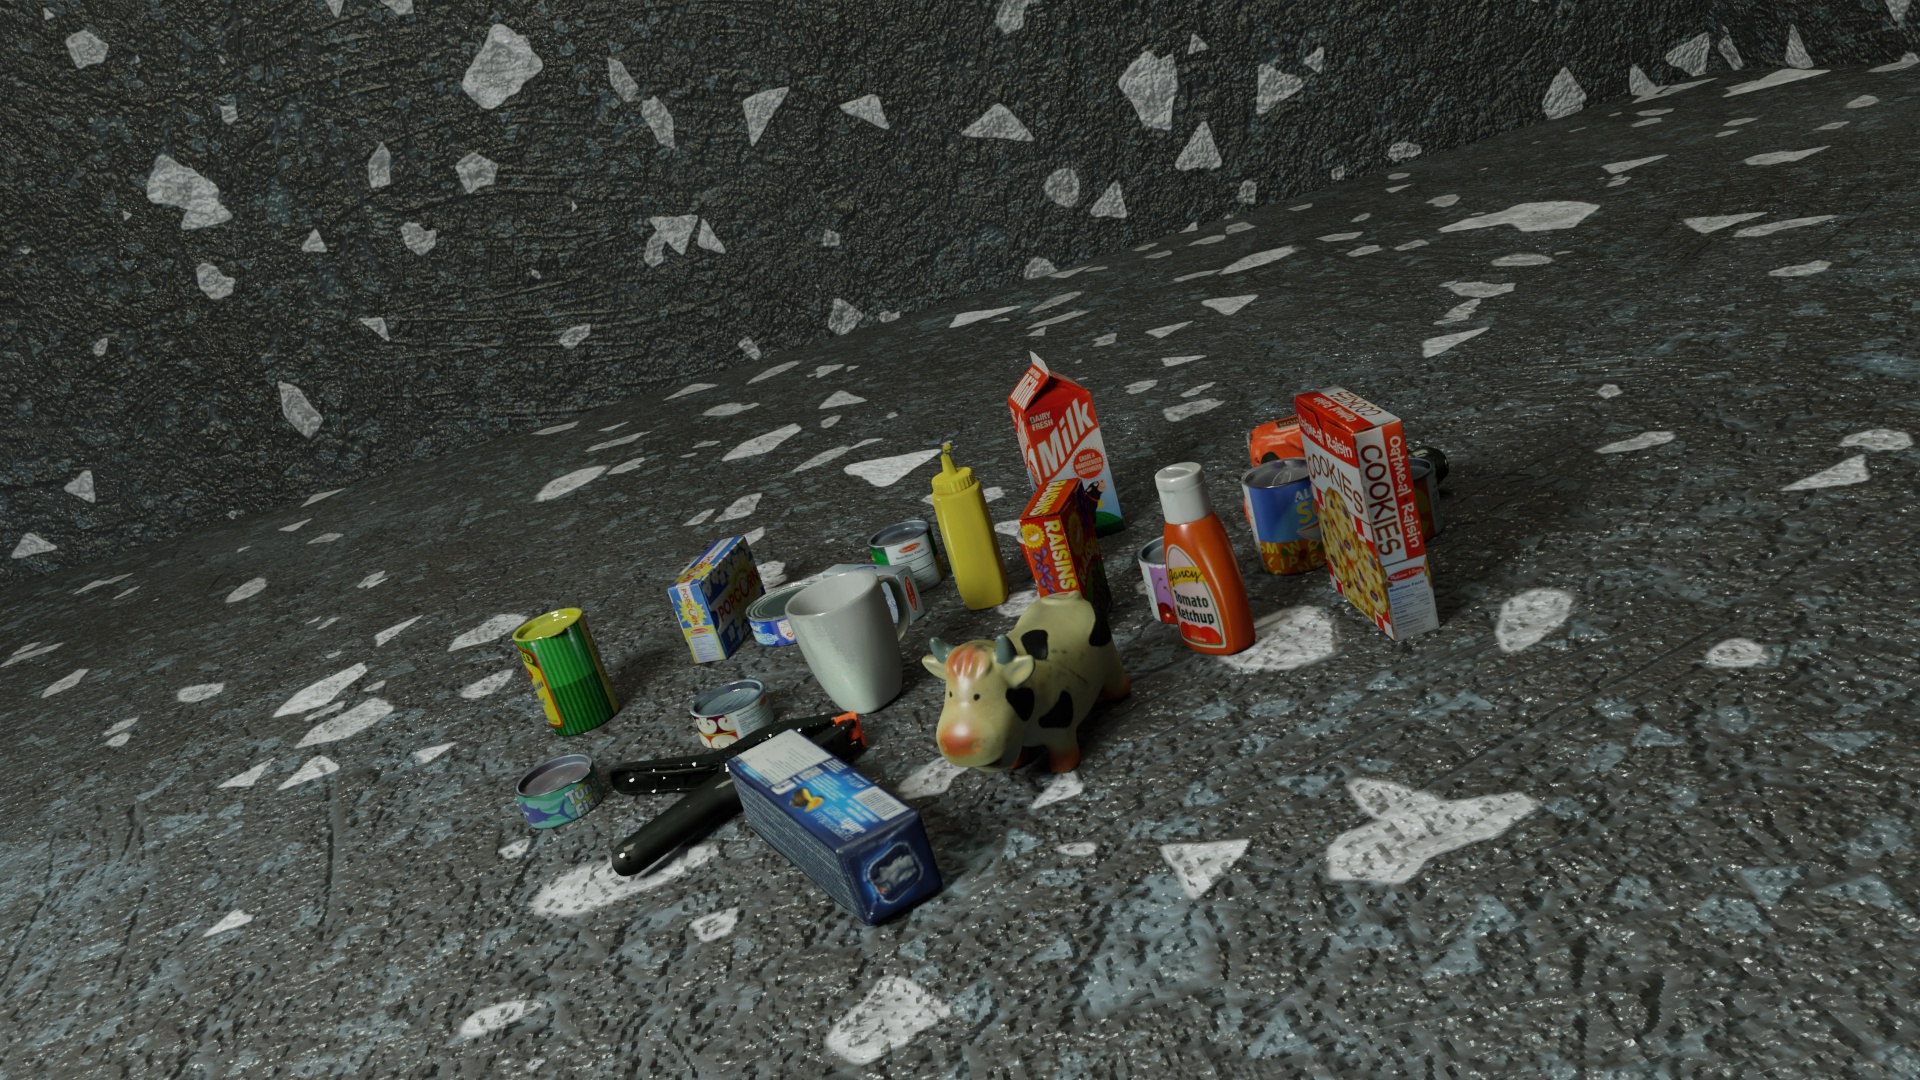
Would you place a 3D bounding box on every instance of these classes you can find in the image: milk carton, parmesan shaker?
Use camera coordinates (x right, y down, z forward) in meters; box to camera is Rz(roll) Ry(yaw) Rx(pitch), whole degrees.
[{"bbox_3d":[0.101,-0.095,1.392,0.073,0.190,0.072,-18,18,-5],"label":"milk carton"},{"bbox_3d":[-0.367,0.124,1.296,0.071,0.102,0.071,-15,18,5],"label":"parmesan shaker"}]

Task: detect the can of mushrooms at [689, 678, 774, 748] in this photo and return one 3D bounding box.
[{"bbox_3d":[-0.197,0.148,1.193,0.071,0.033,0.071,-15,19,5],"label":"can of mushrooms"}]

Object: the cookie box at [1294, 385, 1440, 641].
[{"bbox_3d":[0.305,-0.024,1.053,0.040,0.167,0.123,-17,18,-2],"label":"cookie box"}]

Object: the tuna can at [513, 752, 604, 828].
[{"bbox_3d":[-0.327,0.205,1.140,0.071,0.032,0.071,-15,19,5],"label":"tuna can"}]

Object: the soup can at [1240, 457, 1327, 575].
[{"bbox_3d":[0.285,-0.021,1.193,0.071,0.083,0.071,-15,18,5],"label":"soup can"}]

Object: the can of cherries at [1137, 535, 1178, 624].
[{"bbox_3d":[0.190,0.030,1.166,0.071,0.058,0.072,-15,18,5],"label":"can of cherries"}]

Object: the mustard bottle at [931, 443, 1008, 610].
[{"bbox_3d":[0.005,-0.016,1.295,0.049,0.159,0.065,-15,18,6],"label":"mustard bottle"}]

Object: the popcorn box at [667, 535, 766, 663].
[{"bbox_3d":[-0.243,0.058,1.408,0.038,0.085,0.127,-11,19,17],"label":"popcorn box"}]

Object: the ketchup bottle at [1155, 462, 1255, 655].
[{"bbox_3d":[0.185,0.014,1.076,0.044,0.148,0.065,-27,21,-29],"label":"ketchup bottle"}]

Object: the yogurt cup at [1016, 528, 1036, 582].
[{"bbox_3d":[0.092,0.010,1.313,0.072,0.053,0.072,-15,18,5],"label":"yogurt cup"}]

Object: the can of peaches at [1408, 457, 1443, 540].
[{"bbox_3d":[0.374,-0.033,1.192,0.071,0.058,0.071,-15,18,5],"label":"can of peaches"}]

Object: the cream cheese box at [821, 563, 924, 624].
[{"bbox_3d":[-0.085,0.051,1.345,0.103,0.053,0.024,1,25,41],"label":"cream cheese box"}]

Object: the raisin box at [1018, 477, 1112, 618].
[{"bbox_3d":[0.091,0.019,1.179,0.040,0.123,0.086,-9,20,22],"label":"raisin box"}]

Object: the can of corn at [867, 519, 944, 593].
[{"bbox_3d":[-0.055,0.017,1.409,0.071,0.058,0.071,-15,18,5],"label":"can of corn"}]
